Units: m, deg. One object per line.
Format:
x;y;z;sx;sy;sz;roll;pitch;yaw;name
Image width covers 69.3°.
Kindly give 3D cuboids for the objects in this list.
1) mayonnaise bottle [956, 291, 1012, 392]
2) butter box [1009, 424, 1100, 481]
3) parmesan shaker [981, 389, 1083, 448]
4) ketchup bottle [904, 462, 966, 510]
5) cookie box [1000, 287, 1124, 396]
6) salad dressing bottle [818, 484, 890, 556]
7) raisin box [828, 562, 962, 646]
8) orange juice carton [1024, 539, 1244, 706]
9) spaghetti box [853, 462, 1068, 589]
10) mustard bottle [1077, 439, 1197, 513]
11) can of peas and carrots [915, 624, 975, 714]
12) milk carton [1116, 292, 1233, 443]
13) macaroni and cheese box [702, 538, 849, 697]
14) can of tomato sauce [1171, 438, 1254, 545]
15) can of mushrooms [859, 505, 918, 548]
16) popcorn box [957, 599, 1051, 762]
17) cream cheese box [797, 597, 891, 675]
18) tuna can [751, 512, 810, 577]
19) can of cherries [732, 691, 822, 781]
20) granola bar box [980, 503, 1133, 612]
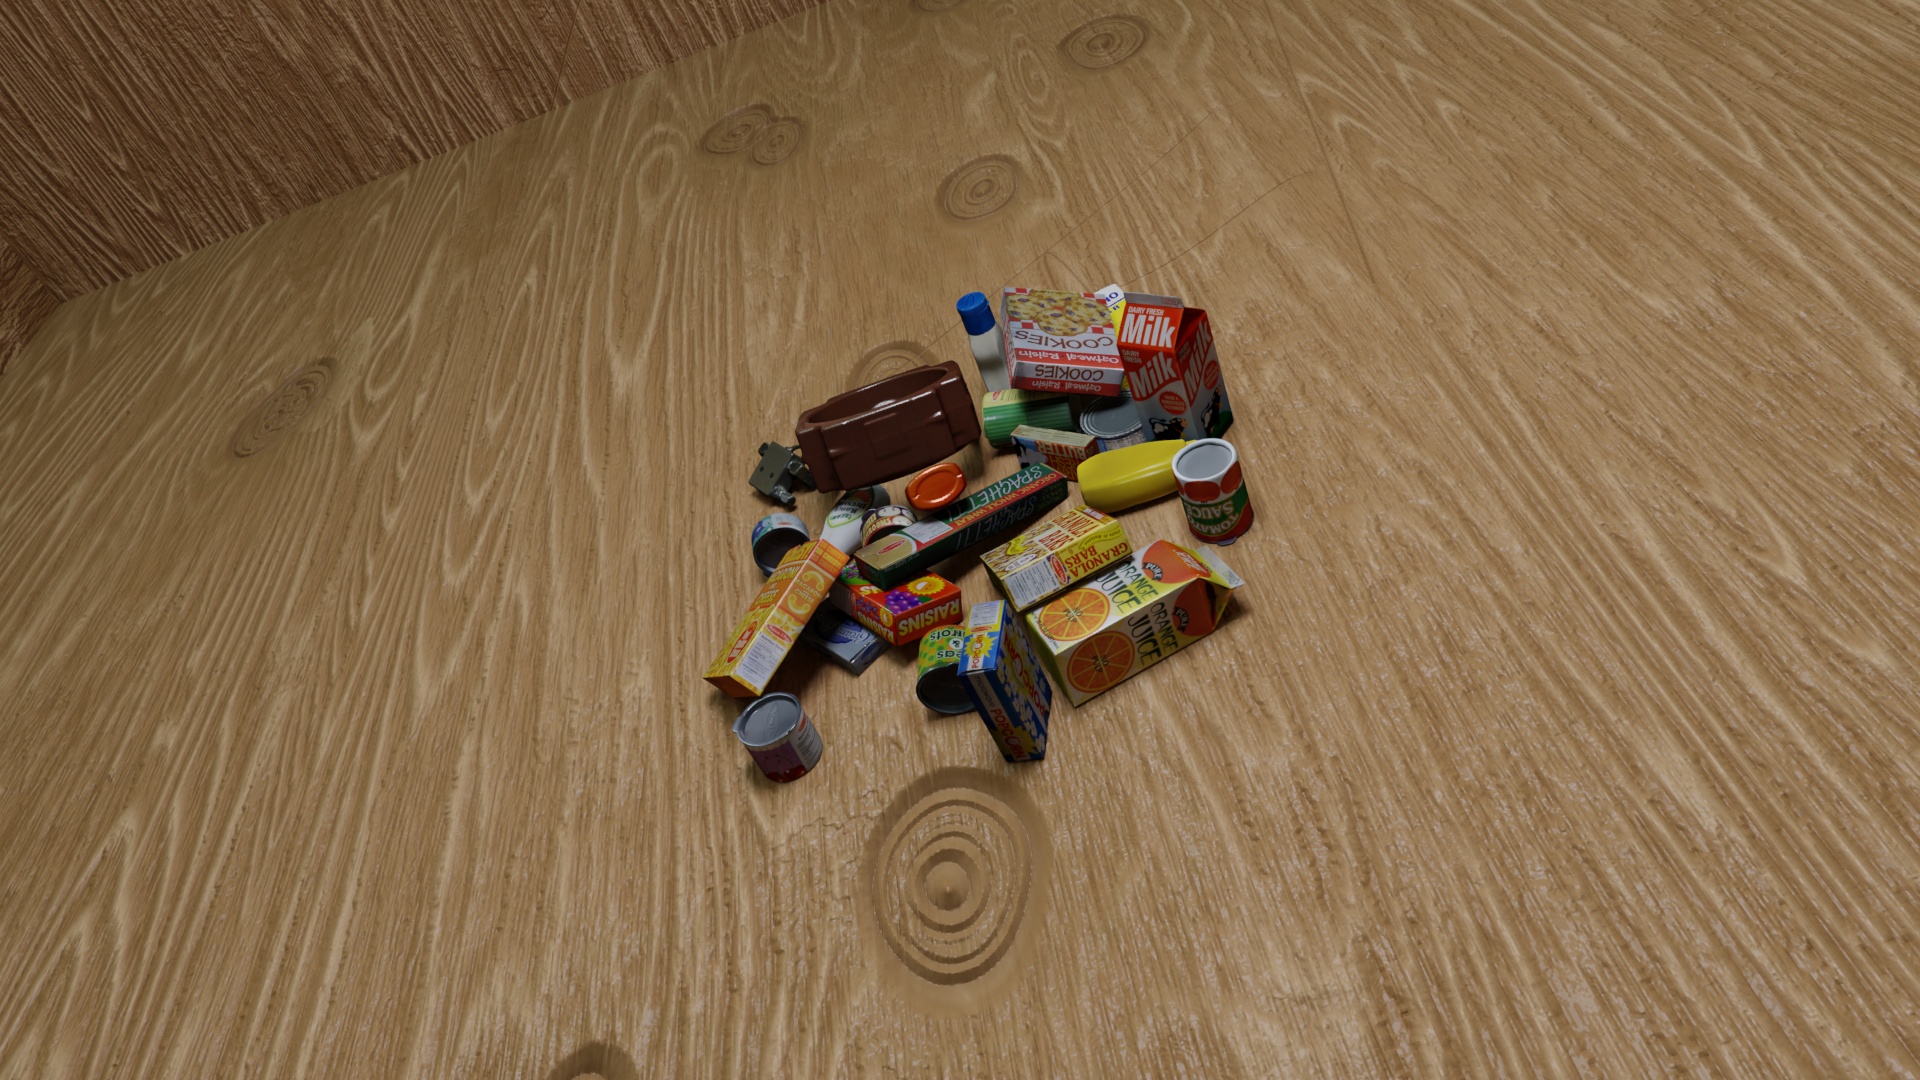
0.036;-0.224;1.644;0.041;0.147;0.065;-13;39;16;mayonnaise bottle
0.107;-0.095;1.533;0.103;0.053;0.024;12;48;36;butter box
0.083;-0.143;1.590;0.103;0.071;0.072;-7;41;20;parmesan shaker
-0.030;-0.057;1.510;0.065;0.043;0.149;-26;3;-3;ketchup bottle
0.114;-0.228;1.587;0.123;0.040;0.168;3;39;-7;cookie box
-0.133;-0.005;1.557;0.064;0.043;0.148;5;47;35;salad dressing bottle
-0.068;0.058;1.433;0.086;0.040;0.123;-20;31;-34;raisin box
0.165;0.066;1.296;0.193;0.072;0.072;-28;37;-6;orange juice carton
0.005;-0.018;1.468;0.251;0.028;0.050;-27;36;-27;spaghetti box
0.205;-0.074;1.460;0.160;0.048;0.066;-14;38;11;mustard bottle
-0.008;0.121;1.323;0.071;0.070;0.059;-14;38;13;can of peas and carrots
0.223;-0.181;1.463;0.072;0.189;0.074;13;51;38;milk carton
-0.190;0.079;1.416;0.167;0.040;0.123;-58;16;-18;macaroni and cheese box
0.250;-0.048;1.379;0.071;0.082;0.071;-15;38;12;can of tomato sauce
-0.077;-0.003;1.506;0.071;0.070;0.033;-21;40;4;can of mushrooms
0.041;0.127;1.246;0.038;0.126;0.085;-12;39;20;popcorn box
-0.124;0.098;1.447;0.053;0.024;0.104;-42;42;-23;cream cheese box
-0.203;0.006;1.567;0.071;0.070;0.033;-23;37;1;tuna can
-0.176;0.190;1.339;0.071;0.058;0.072;-14;40;12;can of cherries
0.091;0.015;1.364;0.124;0.039;0.166;-27;9;-2;granola bar box
